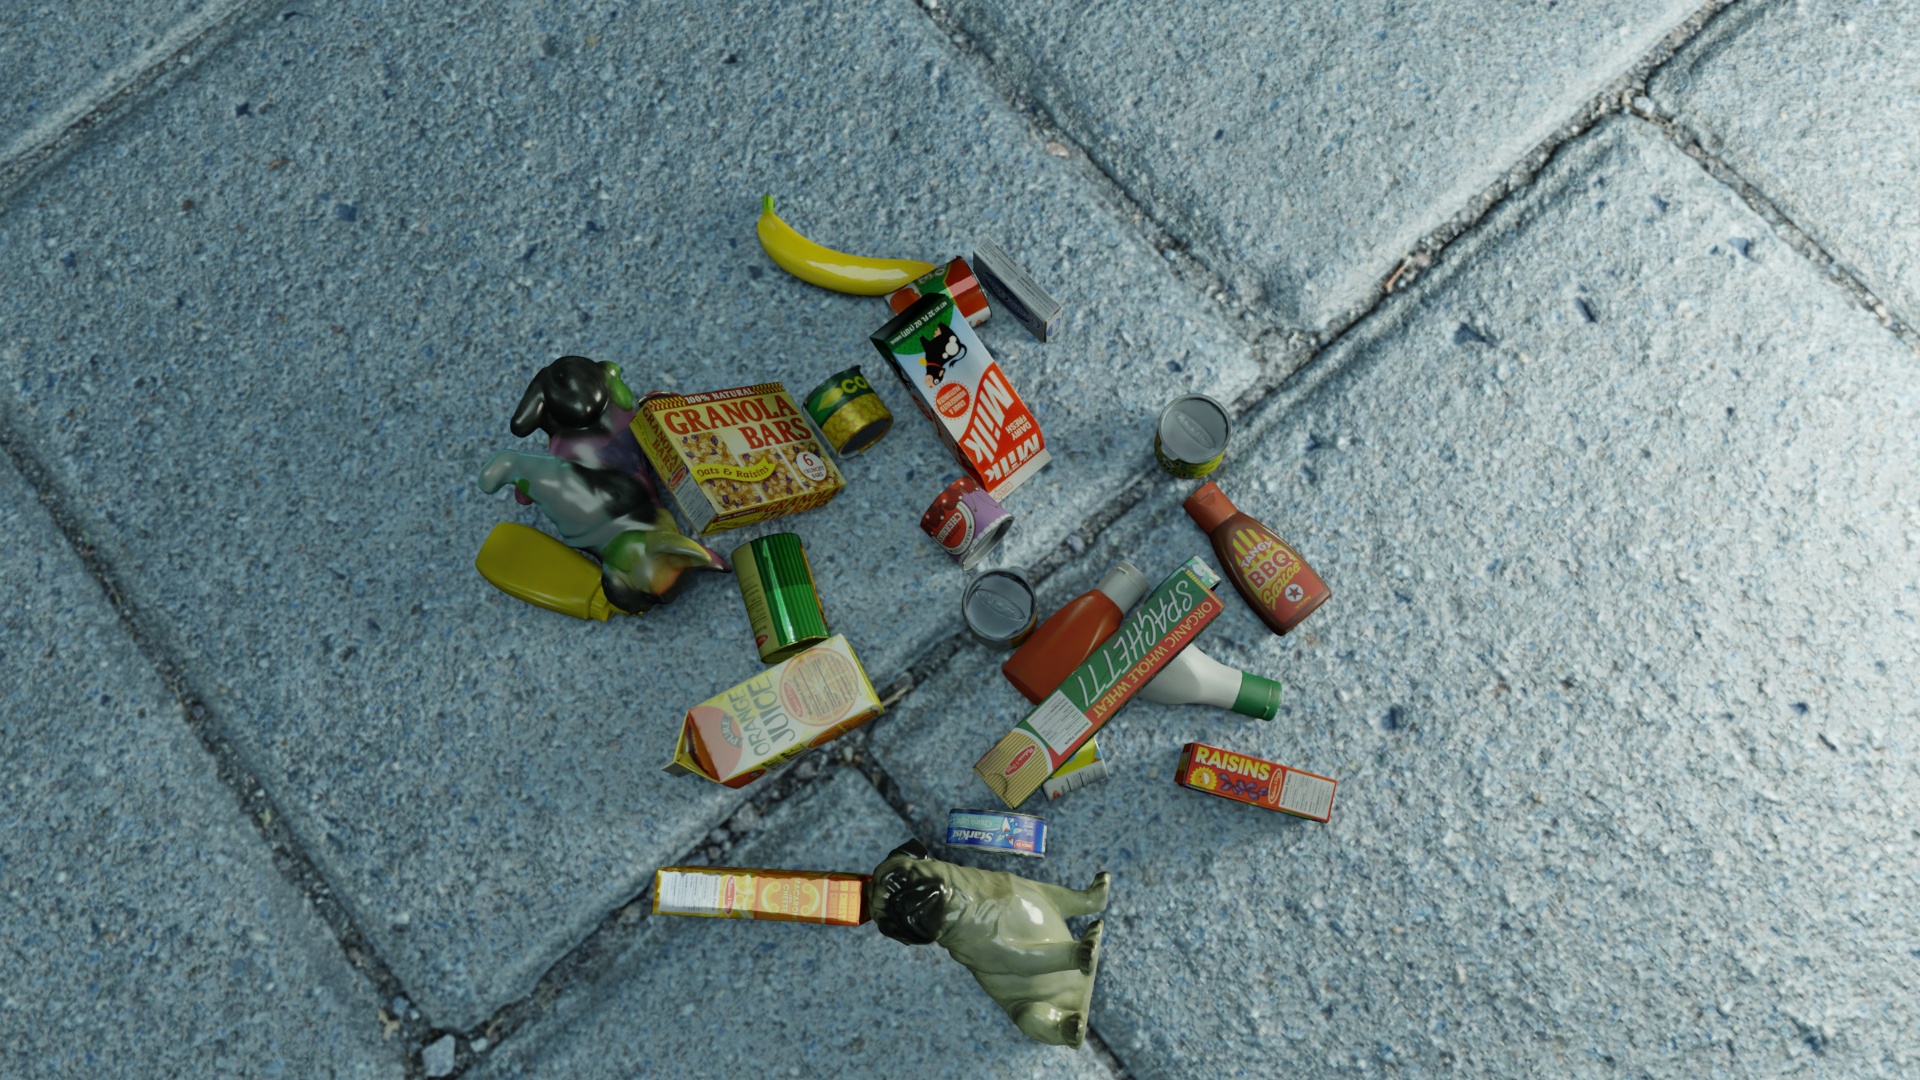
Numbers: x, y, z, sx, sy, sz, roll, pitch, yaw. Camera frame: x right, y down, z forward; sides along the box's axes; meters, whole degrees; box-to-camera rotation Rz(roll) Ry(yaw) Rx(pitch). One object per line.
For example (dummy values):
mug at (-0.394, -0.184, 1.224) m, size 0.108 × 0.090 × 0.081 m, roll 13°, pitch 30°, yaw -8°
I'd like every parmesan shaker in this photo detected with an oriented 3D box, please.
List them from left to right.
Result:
parmesan shaker at (-0.160, 0.051, 1.251) m, size 0.071 × 0.071 × 0.103 m, roll -18°, pitch 76°, yaw -1°

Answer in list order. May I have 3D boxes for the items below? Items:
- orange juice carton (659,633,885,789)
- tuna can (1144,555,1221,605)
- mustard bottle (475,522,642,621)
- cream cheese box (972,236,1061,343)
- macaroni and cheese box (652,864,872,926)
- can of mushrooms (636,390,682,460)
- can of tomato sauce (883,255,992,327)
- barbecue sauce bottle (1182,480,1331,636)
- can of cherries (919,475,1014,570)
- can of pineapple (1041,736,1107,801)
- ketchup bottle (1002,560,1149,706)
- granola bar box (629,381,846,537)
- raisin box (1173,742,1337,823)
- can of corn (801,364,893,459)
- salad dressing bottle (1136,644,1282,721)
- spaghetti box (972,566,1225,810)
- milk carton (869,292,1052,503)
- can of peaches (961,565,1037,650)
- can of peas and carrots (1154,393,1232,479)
orange juice carton at (-0.170, 0.161, 1.223) m, size 0.193 × 0.071 × 0.073 m, roll -27°, pitch 76°, yaw -4°
tuna can at (0.196, 0.048, 1.235) m, size 0.071 × 0.071 × 0.033 m, roll -41°, pitch 77°, yaw -7°
mustard bottle at (-0.363, 0.039, 1.276) m, size 0.160 × 0.048 × 0.065 m, roll 25°, pitch 75°, yaw 8°
cream cheese box at (0.053, -0.238, 1.321) m, size 0.024 × 0.053 × 0.104 m, roll -42°, pitch 78°, yaw -9°
macaroni and cheese box at (-0.159, 0.295, 1.162) m, size 0.166 × 0.123 × 0.040 m, roll 2°, pitch 78°, yaw 3°
can of mushrooms at (-0.278, -0.108, 1.316) m, size 0.071 × 0.033 × 0.071 m, roll -1°, pitch 75°, yaw 3°
can of tomato sauce at (-0.023, -0.223, 1.314) m, size 0.083 × 0.071 × 0.071 m, roll -29°, pitch 77°, yaw -3°
barbecue sauce bottle at (0.262, 0.012, 1.252) m, size 0.065 × 0.043 × 0.149 m, roll -39°, pitch 77°, yaw -5°
can of cherries at (0.004, -0.016, 1.259) m, size 0.058 × 0.071 × 0.071 m, roll 44°, pitch 82°, yaw 12°
can of pineapple at (0.089, 0.184, 1.207) m, size 0.058 × 0.071 × 0.071 m, roll -21°, pitch 76°, yaw -3°
ketchup bottle at (0.107, 0.082, 1.240) m, size 0.149 × 0.043 × 0.065 m, roll -46°, pitch 50°, yaw -11°
granola bar box at (-0.197, -0.076, 1.246) m, size 0.039 × 0.166 × 0.124 m, roll -43°, pitch 74°, yaw 35°
raisin box at (0.249, 0.206, 1.182) m, size 0.123 × 0.086 × 0.040 m, roll 15°, pitch 83°, yaw 7°
can of corn at (-0.103, -0.119, 1.291) m, size 0.071 × 0.071 × 0.058 m, roll -35°, pitch 78°, yaw -6°
salad dressing bottle at (0.207, 0.121, 1.223) m, size 0.148 × 0.064 × 0.044 m, roll 17°, pitch 33°, yaw 0°
spaghetti box at (0.118, 0.124, 1.170) m, size 0.250 × 0.028 × 0.050 m, roll -42°, pitch 76°, yaw -7°
milk carton at (0.005, -0.128, 1.265) m, size 0.072 × 0.073 × 0.190 m, roll -39°, pitch 107°, yaw -6°
can of peaches at (0.037, 0.061, 1.245) m, size 0.071 × 0.058 × 0.071 m, roll -1°, pitch 75°, yaw 3°
can of peas and carrots at (0.211, -0.093, 1.273) m, size 0.071 × 0.058 × 0.071 m, roll -1°, pitch 76°, yaw 4°
